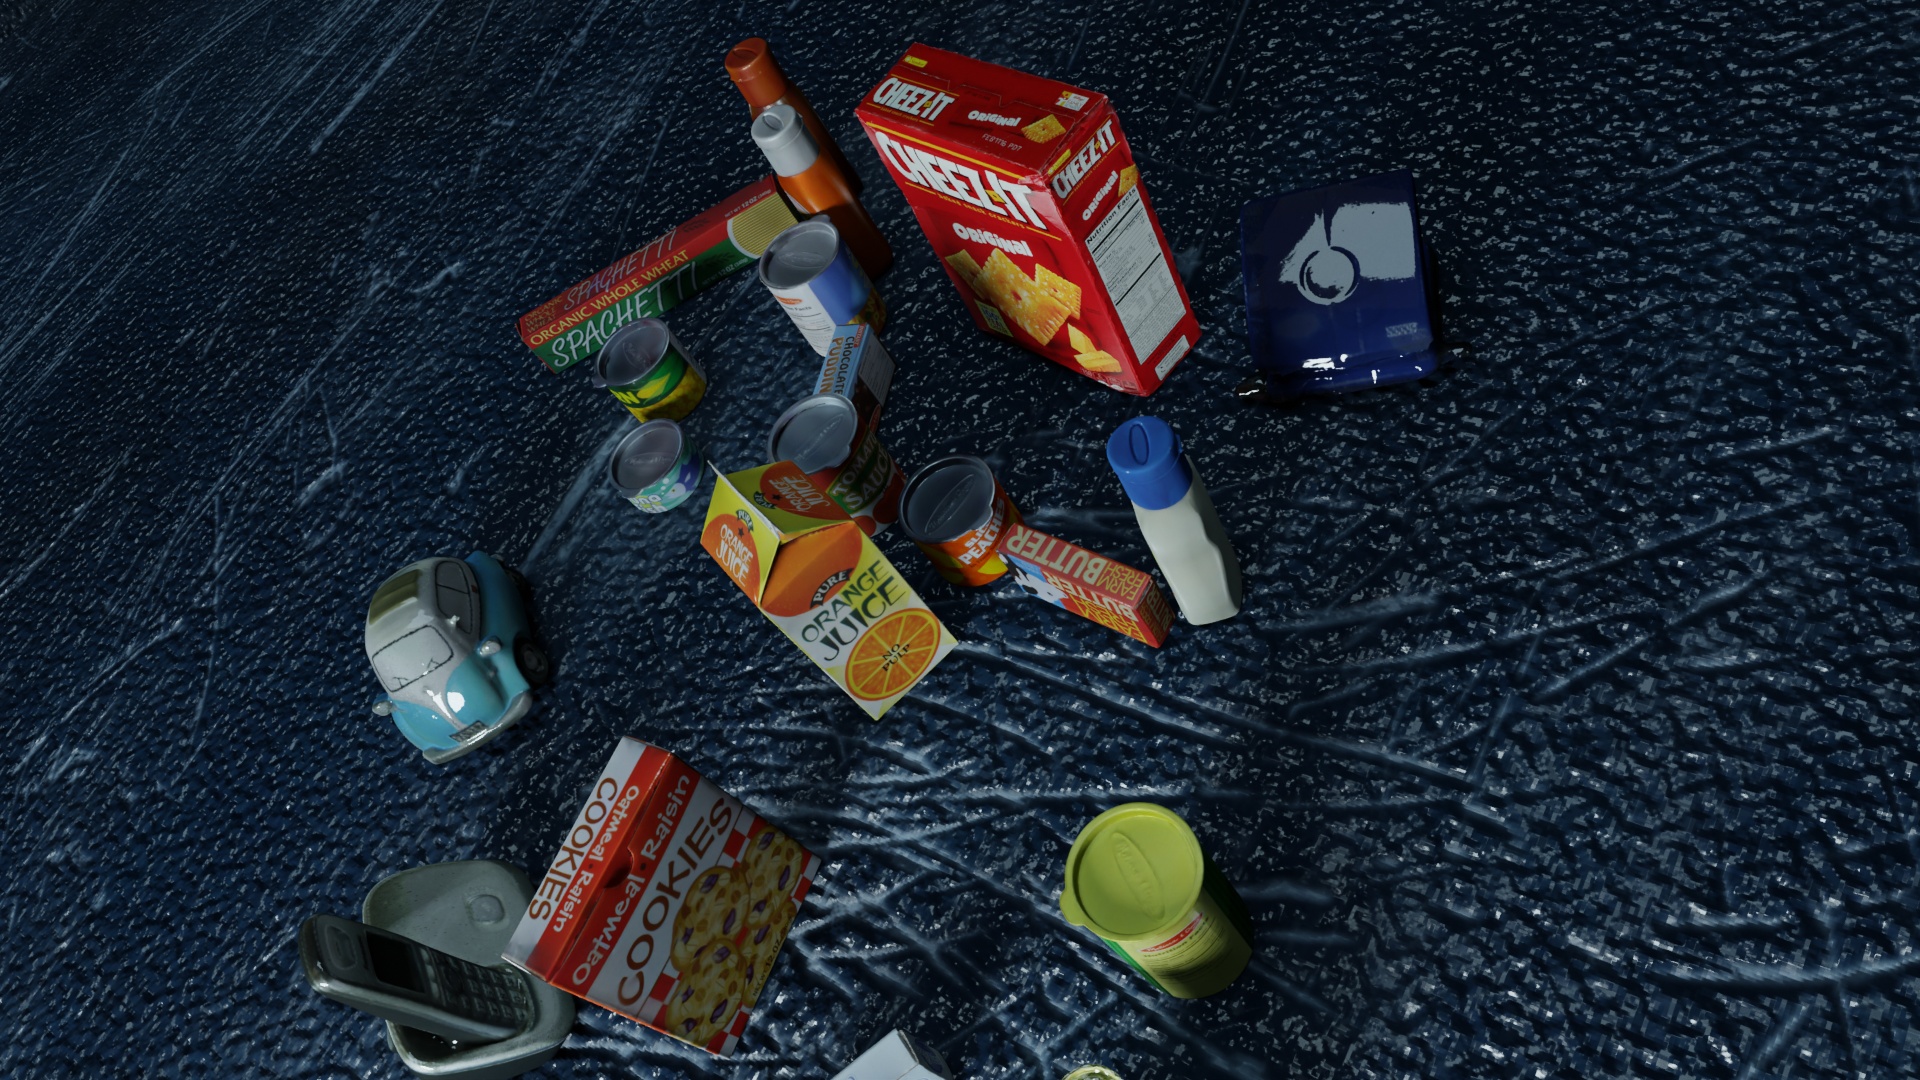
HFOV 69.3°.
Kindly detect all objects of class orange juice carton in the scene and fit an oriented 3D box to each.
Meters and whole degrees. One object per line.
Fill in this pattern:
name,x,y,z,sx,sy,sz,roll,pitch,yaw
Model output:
orange juice carton,-0.082,0.022,0.813,0.073,0.192,0.072,-43,51,-5

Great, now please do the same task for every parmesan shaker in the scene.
parmesan shaker,0.097,0.179,0.677,0.071,0.102,0.071,-13,54,19

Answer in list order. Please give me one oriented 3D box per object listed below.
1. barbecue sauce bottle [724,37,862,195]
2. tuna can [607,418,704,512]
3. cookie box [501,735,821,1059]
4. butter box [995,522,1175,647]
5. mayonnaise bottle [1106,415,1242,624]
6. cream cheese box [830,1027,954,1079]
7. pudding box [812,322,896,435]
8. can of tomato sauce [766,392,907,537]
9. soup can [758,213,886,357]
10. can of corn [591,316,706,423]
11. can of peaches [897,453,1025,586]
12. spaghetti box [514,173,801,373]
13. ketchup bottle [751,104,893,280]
barbecue sauce bottle,-0.135,-0.330,1.105,0.065,0.148,0.044,30,76,37
tuna can,-0.228,-0.054,1.040,0.071,0.032,0.071,-13,54,18
cookie box,-0.151,0.196,0.746,0.040,0.167,0.123,11,64,32
butter box,0.074,0.026,0.824,0.103,0.053,0.024,22,71,36
mayonnaise bottle,0.119,-0.013,0.766,0.041,0.147,0.065,-17,53,16
cream cheese box,-0.056,0.295,0.706,0.104,0.053,0.024,-39,50,-2
pudding box,-0.077,-0.108,0.991,0.030,0.049,0.084,-1,58,26
can of tomato sauce,-0.079,-0.048,0.930,0.071,0.083,0.071,-13,54,19
soup can,-0.100,-0.188,1.034,0.071,0.083,0.072,-13,54,19
can of corn,-0.242,-0.128,1.080,0.071,0.058,0.071,-13,54,19
can of peaches,0.003,-0.011,0.880,0.071,0.058,0.071,-13,54,19
spaghetti box,-0.249,-0.219,1.150,0.250,0.050,0.029,-28,51,7
ketchup bottle,-0.104,-0.261,1.043,0.043,0.148,0.065,-42,50,-4
